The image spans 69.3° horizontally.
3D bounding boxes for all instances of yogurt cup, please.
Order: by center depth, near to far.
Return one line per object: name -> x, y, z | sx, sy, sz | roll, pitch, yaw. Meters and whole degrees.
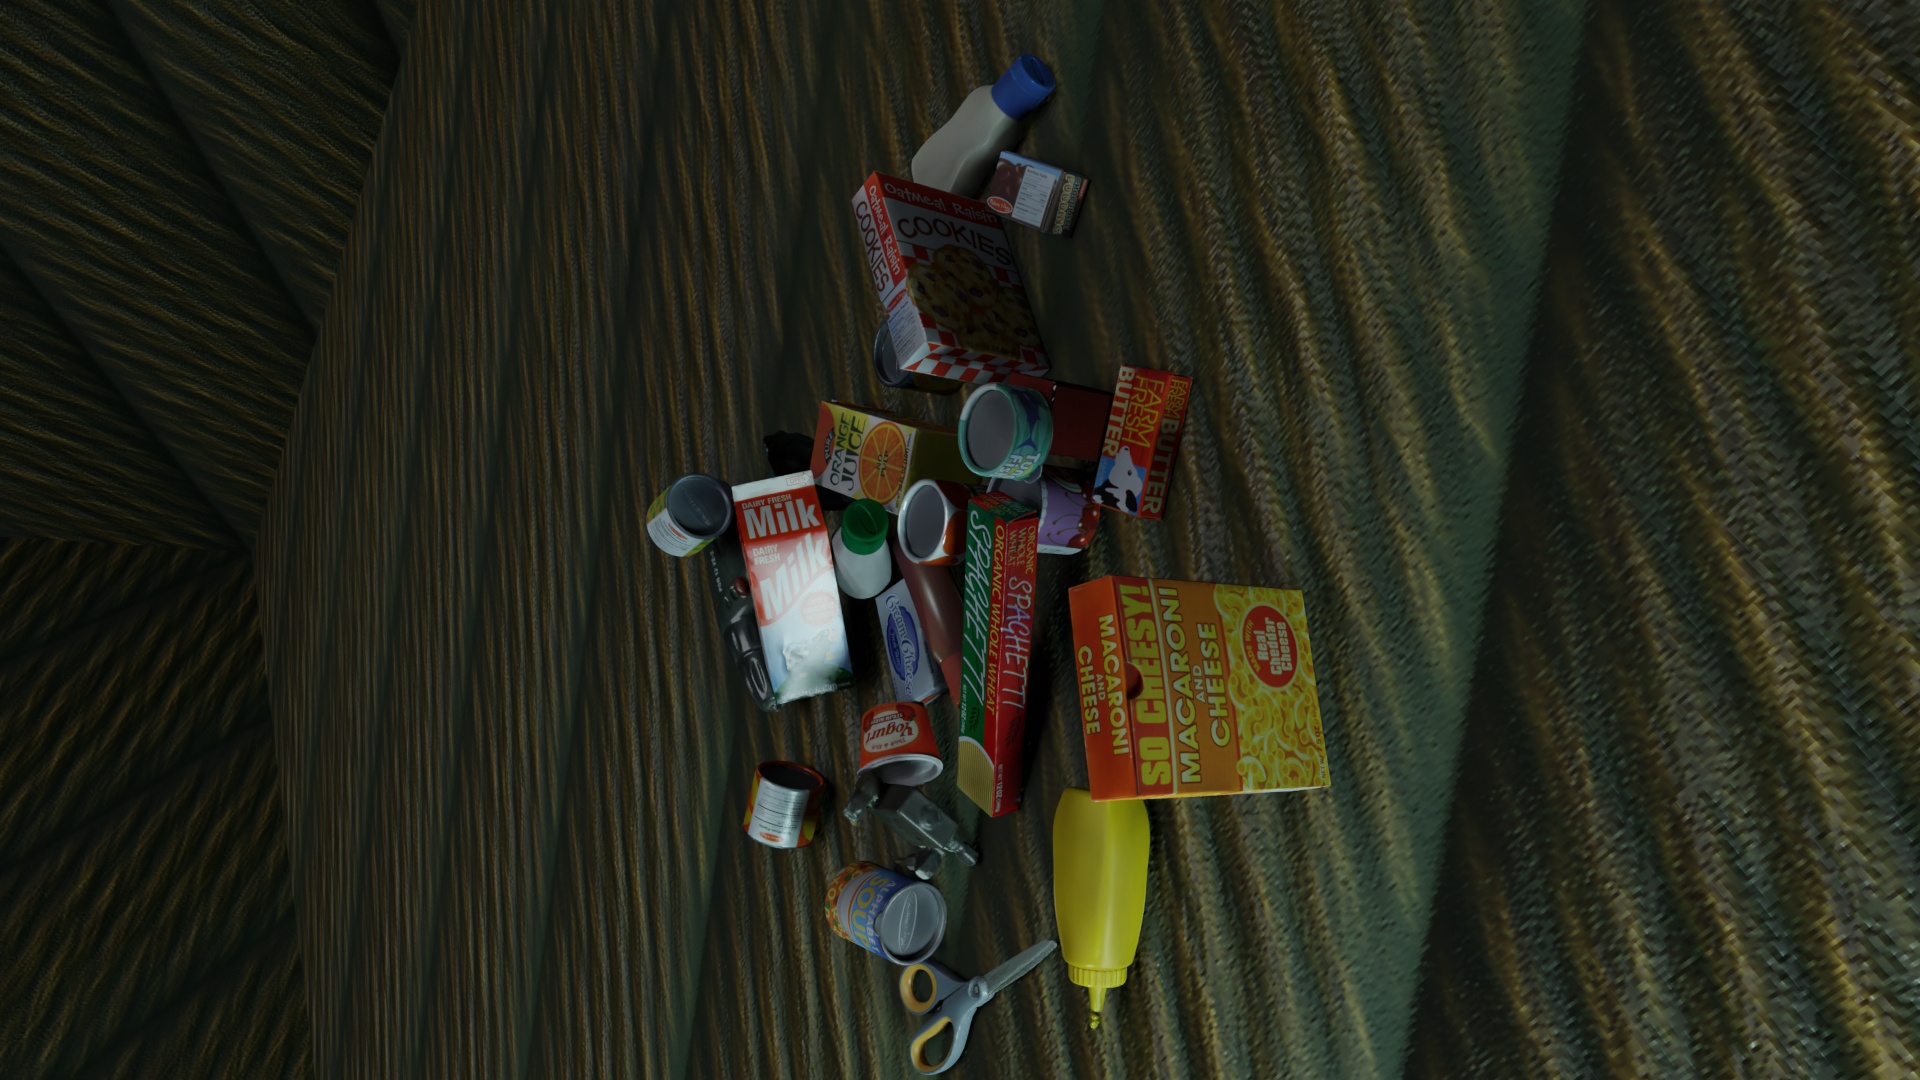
yogurt cup -> -0.051, 0.167, 1.137 | 0.072, 0.072, 0.054 | -41, 47, 42

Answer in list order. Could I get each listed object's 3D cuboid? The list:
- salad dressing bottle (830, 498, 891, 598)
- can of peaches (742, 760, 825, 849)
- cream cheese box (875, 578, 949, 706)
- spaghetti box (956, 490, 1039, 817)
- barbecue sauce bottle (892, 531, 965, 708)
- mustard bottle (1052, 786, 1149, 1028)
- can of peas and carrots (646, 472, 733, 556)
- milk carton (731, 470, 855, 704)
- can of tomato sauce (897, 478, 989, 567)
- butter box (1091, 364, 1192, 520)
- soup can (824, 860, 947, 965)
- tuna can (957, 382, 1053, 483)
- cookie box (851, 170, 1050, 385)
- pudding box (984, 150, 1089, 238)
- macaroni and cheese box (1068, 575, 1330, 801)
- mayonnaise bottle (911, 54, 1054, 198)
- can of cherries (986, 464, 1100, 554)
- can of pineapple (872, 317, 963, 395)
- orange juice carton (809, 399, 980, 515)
salad dressing bottle -> -0.082, 0.006, 1.156 | 0.064, 0.044, 0.147 | 59, 166, 12
can of peaches -> -0.160, 0.239, 1.266 | 0.071, 0.071, 0.058 | 28, 108, 50
cream cheese box -> -0.039, 0.085, 1.163 | 0.053, 0.024, 0.104 | -36, 58, 42
spaghetti box -> 0.026, 0.086, 1.019 | 0.050, 0.029, 0.248 | 32, 128, 48
barbecue sauce bottle -> -0.011, 0.060, 1.107 | 0.064, 0.044, 0.149 | 79, 170, -67
mustard bottle -> 0.095, 0.250, 0.950 | 0.065, 0.049, 0.160 | -1, 85, 52
can of peas and carrots -> -0.255, -0.025, 1.314 | 0.058, 0.071, 0.071 | -30, 62, 53
milk carton -> -0.146, 0.036, 1.201 | 0.073, 0.072, 0.189 | -131, 31, -69
can of tomato sauce -> 0.004, -0.013, 1.073 | 0.071, 0.083, 0.071 | -8, 80, 52
butter box -> 0.126, -0.070, 0.971 | 0.053, 0.024, 0.103 | 22, 103, 52
soup can -> -0.064, 0.301, 1.128 | 0.083, 0.071, 0.071 | 2, 87, 52
tuna can -> 0.031, -0.073, 0.960 | 0.071, 0.033, 0.071 | -6, 82, 50
cookie box -> -0.009, -0.201, 1.081 | 0.040, 0.123, 0.168 | -41, 55, 41
pudding box -> 0.058, -0.270, 1.080 | 0.084, 0.030, 0.049 | 36, 114, 48
macaroni and cheese box -> 0.143, 0.086, 0.813 | 0.040, 0.167, 0.124 | -21, 69, 48
mayonnaise bottle -> 0.018, -0.332, 1.133 | 0.147, 0.041, 0.065 | -38, 58, 42
can of cherries -> 0.061, -0.026, 1.021 | 0.071, 0.058, 0.071 | -9, 78, 52
can of pineapple -> -0.031, -0.156, 1.156 | 0.071, 0.058, 0.071 | -8, 79, 52
orange juice carton -> -0.067, -0.072, 1.180 | 0.193, 0.073, 0.071 | 21, 103, 52
